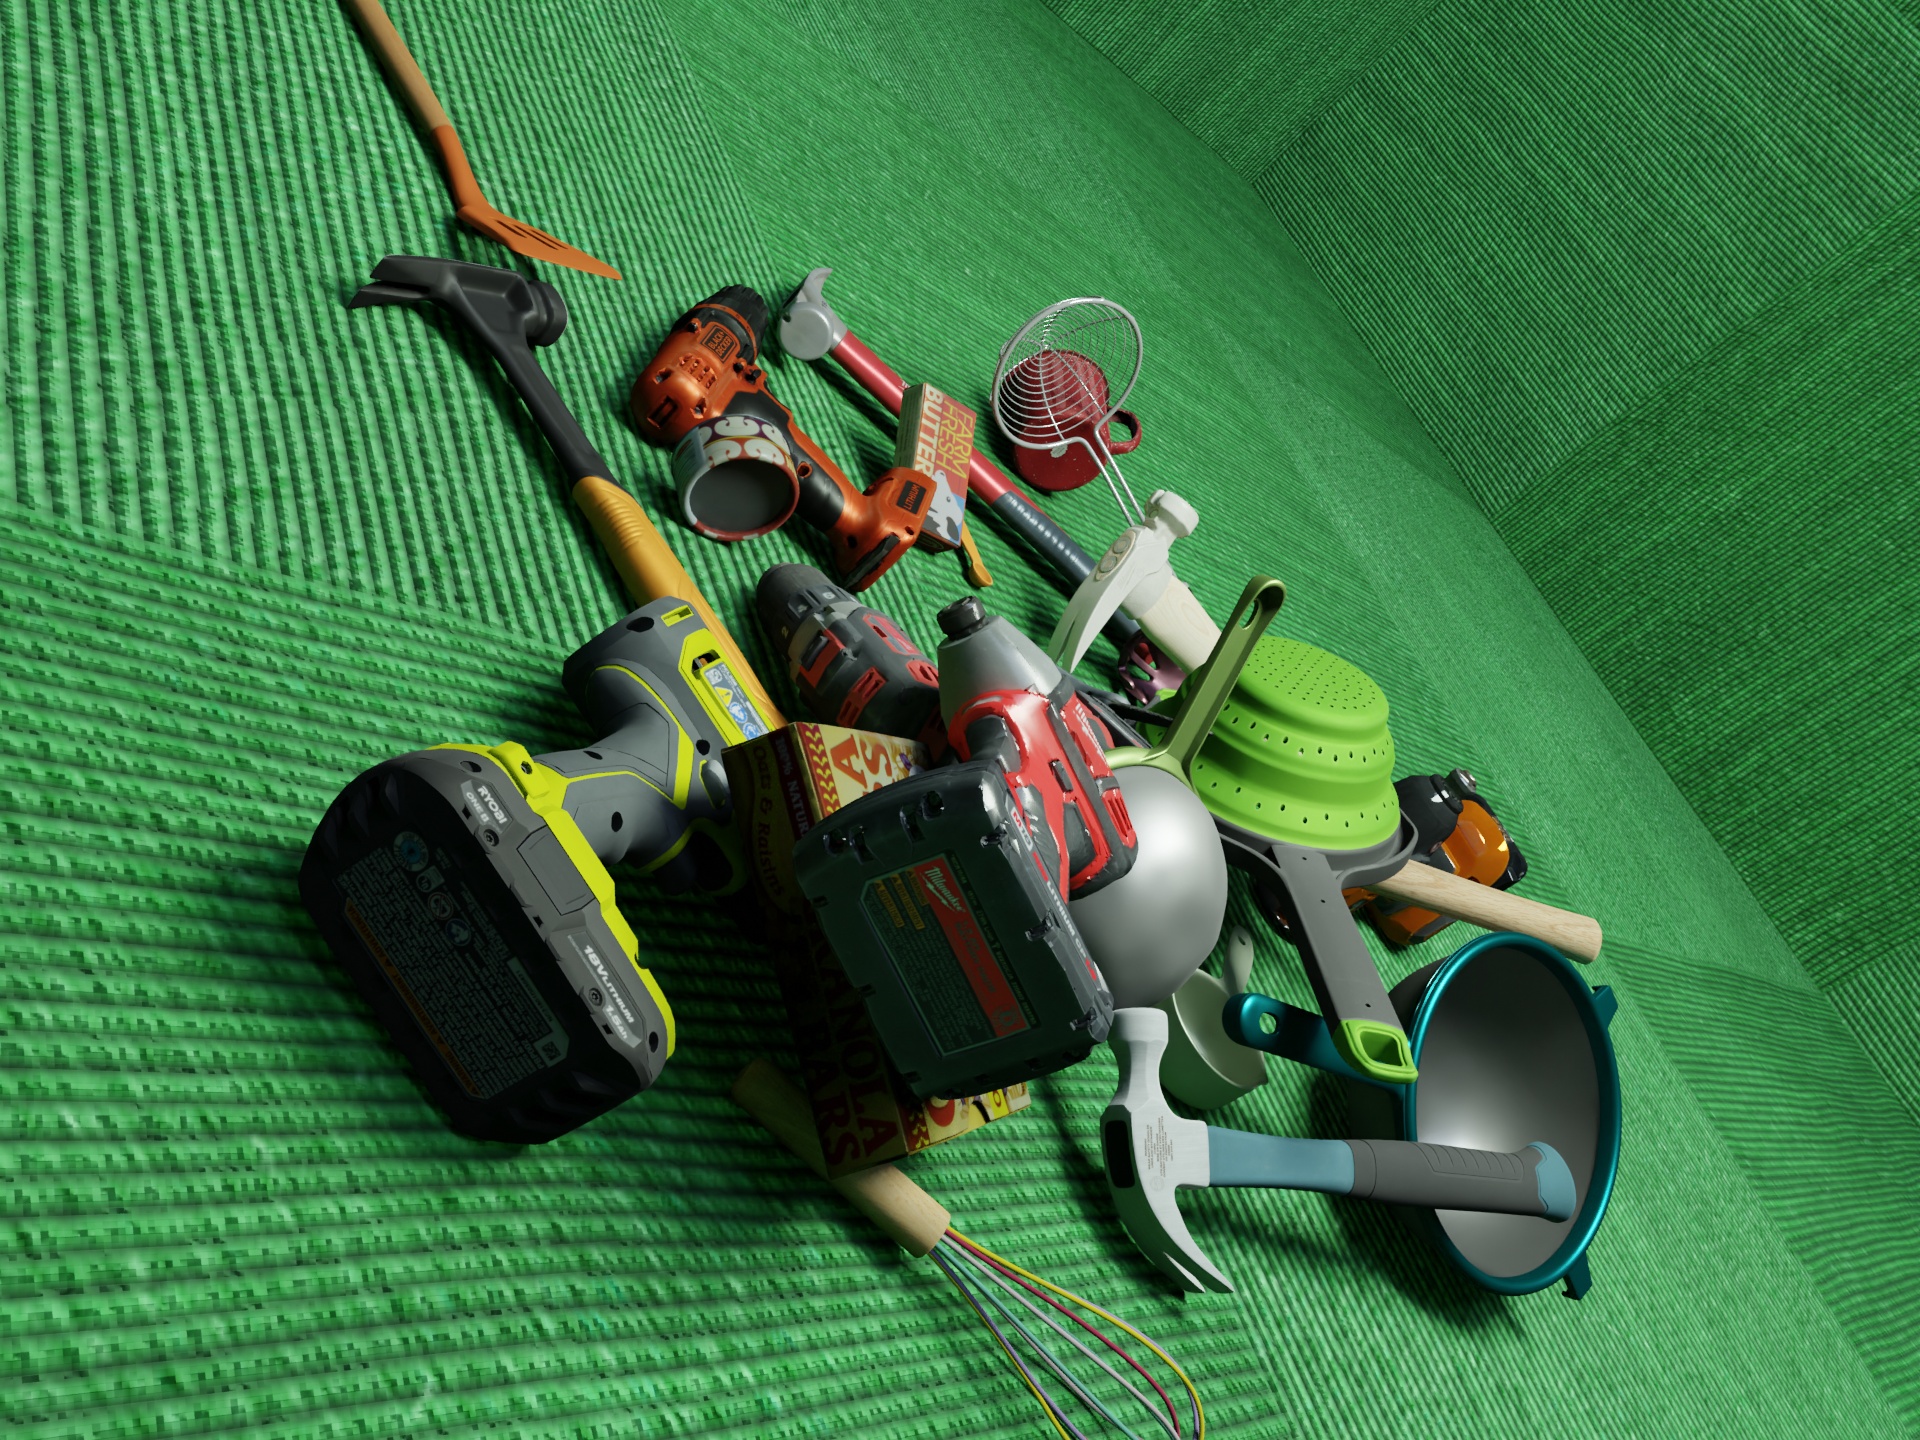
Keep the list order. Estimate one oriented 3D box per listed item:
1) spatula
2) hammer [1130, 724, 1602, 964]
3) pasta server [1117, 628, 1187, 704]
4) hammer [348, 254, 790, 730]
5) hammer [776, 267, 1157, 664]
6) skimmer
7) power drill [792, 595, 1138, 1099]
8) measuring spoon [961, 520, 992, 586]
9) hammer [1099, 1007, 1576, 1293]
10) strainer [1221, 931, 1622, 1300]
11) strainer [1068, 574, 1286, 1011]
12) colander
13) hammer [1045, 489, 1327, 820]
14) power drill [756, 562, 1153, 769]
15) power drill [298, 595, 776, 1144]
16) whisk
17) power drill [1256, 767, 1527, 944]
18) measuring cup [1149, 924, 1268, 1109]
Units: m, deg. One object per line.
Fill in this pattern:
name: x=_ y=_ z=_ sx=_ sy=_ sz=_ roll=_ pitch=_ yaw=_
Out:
spatula: x=-0.305 y=-0.362 z=0.920 sx=0.081 sy=0.041 sz=0.323 roll=-5 pitch=57 yaw=-58
hammer: x=0.247 y=0.091 z=1.018 sx=0.331 sy=0.031 sz=0.130 roll=19 pitch=28 yaw=2
pasta server: x=0.226 y=0.020 z=1.235 sx=0.316 sy=0.060 sz=0.040 roll=36 pitch=-8 yaw=-31
hammer: x=-0.167 y=-0.092 z=0.782 sx=0.337 sy=0.034 sz=0.127 roll=55 pitch=26 yaw=11
hammer: x=0.020 y=-0.181 z=1.179 sx=0.386 sy=0.038 sz=0.143 roll=41 pitch=21 yaw=-19
skimmer: x=0.143 y=-0.148 z=1.217 sx=0.363 sy=0.127 sz=0.090 roll=60 pitch=-3 yaw=-12
power drill: x=0.014 y=0.038 z=0.636 sx=0.143 sy=0.078 sz=0.220 roll=64 pitch=19 yaw=-13
measuring spoon: x=-0.004 y=-0.134 z=1.119 sx=0.021 sy=0.011 sz=0.117 roll=26 pitch=31 yaw=-47
hammer: x=0.207 y=0.232 z=0.827 sx=0.330 sy=0.033 sz=0.128 roll=14 pitch=67 yaw=-32
strainer: x=0.256 y=0.215 z=0.945 sx=0.340 sy=0.095 sz=0.211 roll=23 pitch=70 yaw=-30
strainer: x=0.114 y=0.047 z=0.795 sx=0.151 sy=0.256 sz=0.069 roll=30 pitch=-3 yaw=-42
colander: x=0.207 y=0.049 z=0.930 sx=0.204 sy=0.094 sz=0.397 roll=12 pitch=28 yaw=-10
hammer: x=0.223 y=0.011 z=1.196 sx=0.410 sy=0.146 sz=0.038 roll=42 pitch=-10 yaw=-34
power drill: x=-0.001 y=-0.003 z=0.851 sx=0.226 sy=0.080 sz=0.188 roll=26 pitch=13 yaw=-39
power drill: x=-0.119 y=0.061 z=0.610 sx=0.190 sy=0.080 sz=0.228 roll=57 pitch=24 yaw=-3
whisk: x=0.003 y=0.222 z=0.630 sx=0.245 sy=0.047 sz=0.051 roll=42 pitch=15 yaw=-5
power drill: x=0.329 y=0.096 z=1.155 sx=0.226 sy=0.164 sz=0.084 roll=13 pitch=44 yaw=-53
measuring cup: x=0.143 y=0.164 z=0.920 sx=0.083 sy=0.038 sz=0.167 roll=49 pitch=24 yaw=-2
